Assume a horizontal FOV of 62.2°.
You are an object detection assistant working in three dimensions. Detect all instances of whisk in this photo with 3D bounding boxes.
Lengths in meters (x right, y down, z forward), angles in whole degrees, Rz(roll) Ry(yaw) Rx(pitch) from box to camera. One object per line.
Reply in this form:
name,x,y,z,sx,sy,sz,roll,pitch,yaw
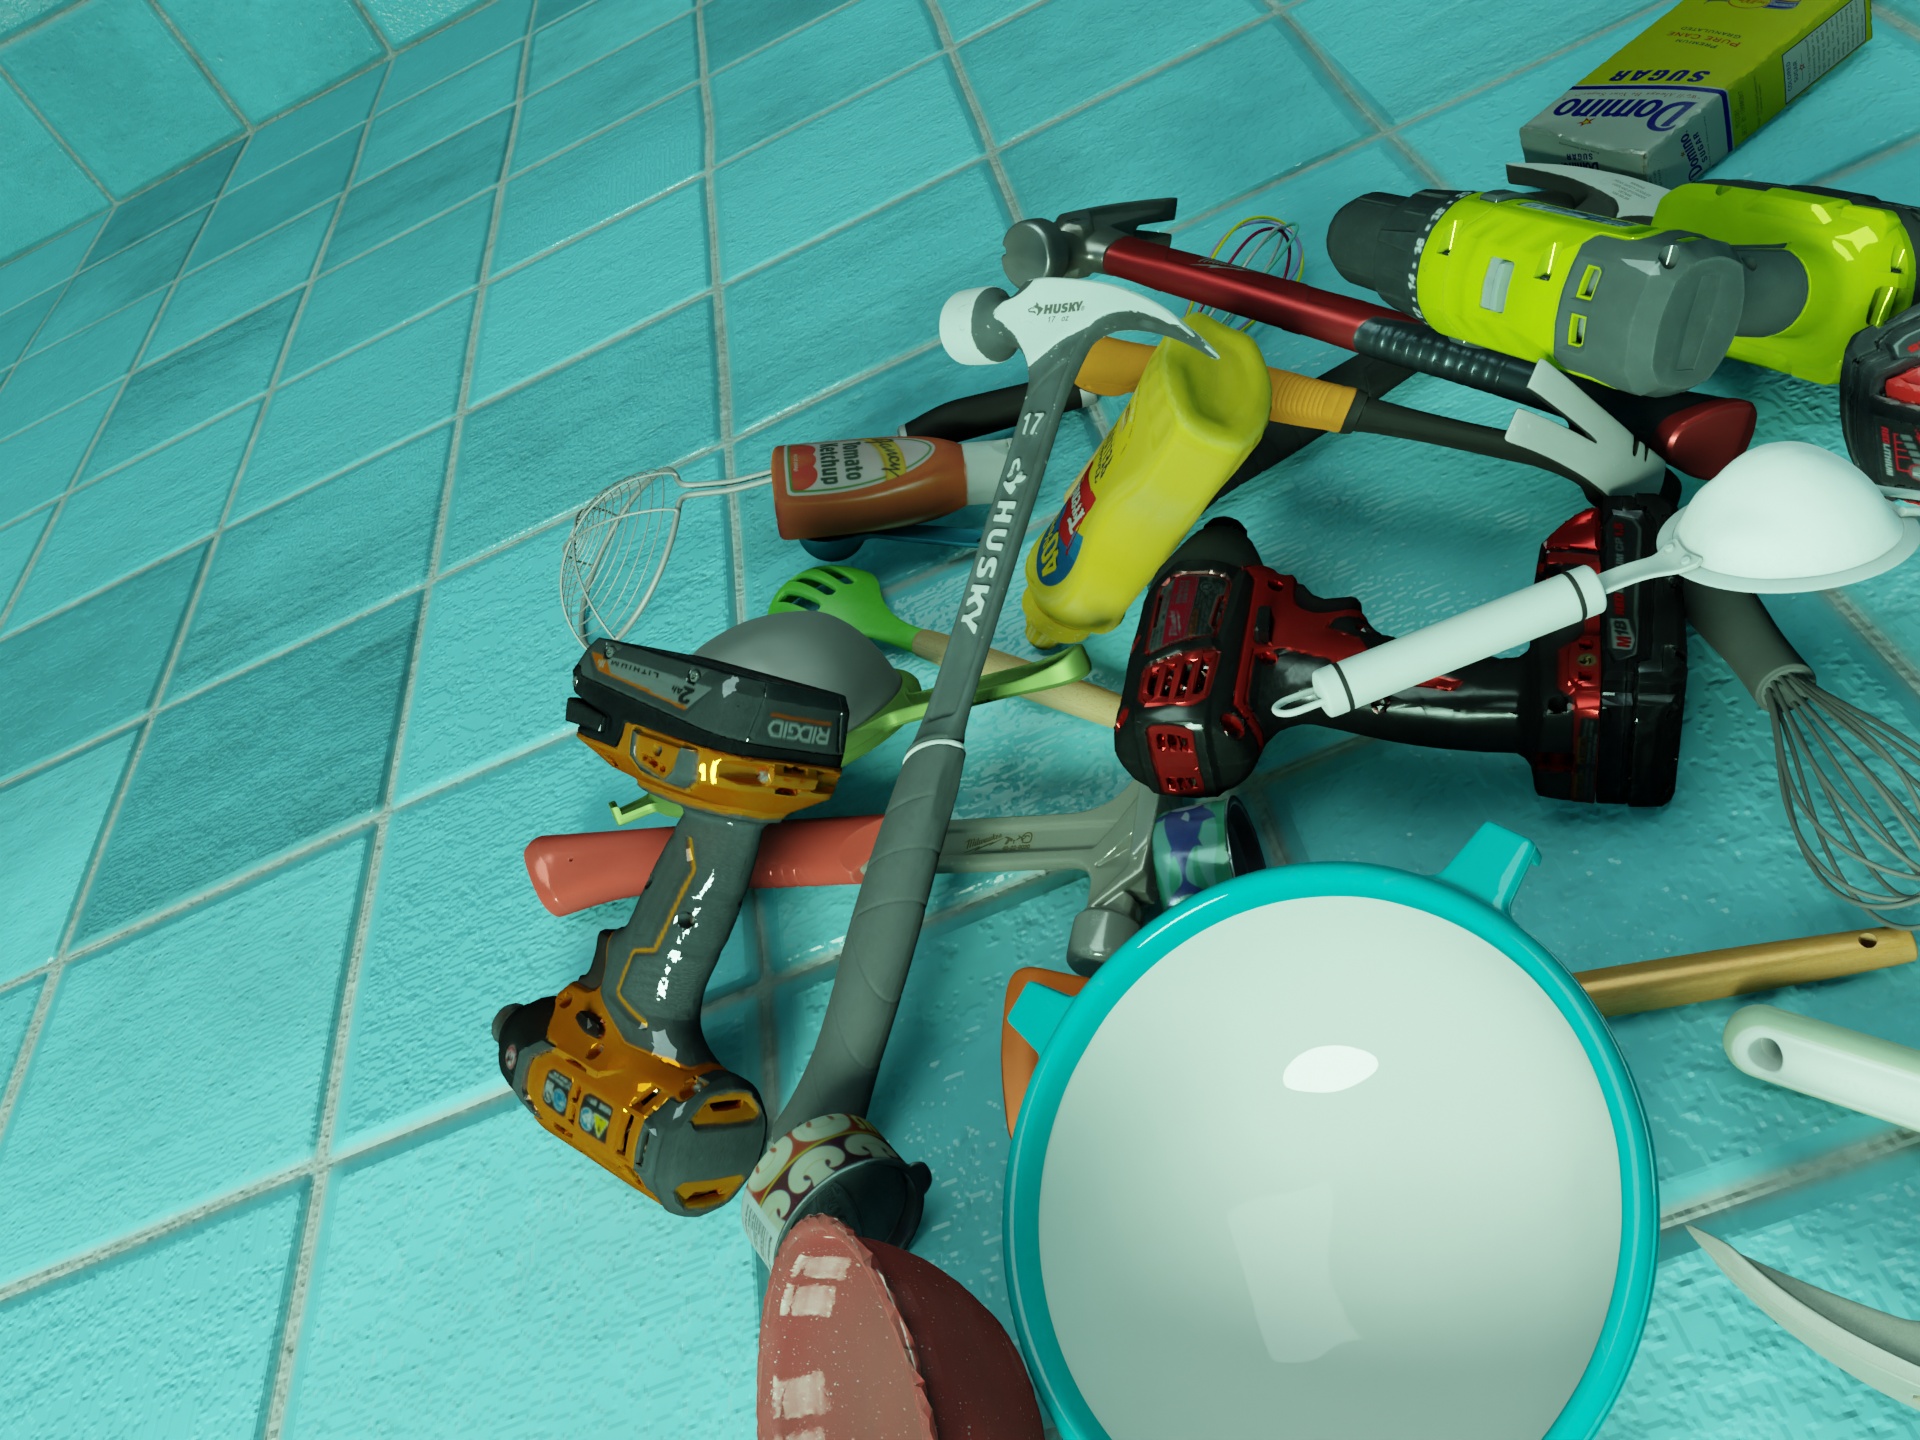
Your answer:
whisk,0.135,-0.210,0.935,0.051,0.047,0.245,9,58,52
whisk,0.344,0.129,0.455,0.059,0.057,0.246,-16,21,-40
whisk,0.316,-0.010,0.611,0.055,0.055,0.239,-20,34,13

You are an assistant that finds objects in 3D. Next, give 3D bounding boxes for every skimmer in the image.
skimmer,-0.087,-0.138,1.005,0.363,0.090,0.127,-15,45,3

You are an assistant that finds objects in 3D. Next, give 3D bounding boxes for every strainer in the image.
strainer,0.236,-0.051,0.582,0.258,0.050,0.087,-22,29,5
strainer,0.129,0.212,0.476,0.211,0.095,0.341,-24,53,28
strainer,-0.057,-0.024,0.780,0.256,0.069,0.151,-13,19,33

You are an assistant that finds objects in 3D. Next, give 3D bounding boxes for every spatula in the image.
spatula,0.172,0.107,0.585,0.322,0.041,0.081,-14,49,18

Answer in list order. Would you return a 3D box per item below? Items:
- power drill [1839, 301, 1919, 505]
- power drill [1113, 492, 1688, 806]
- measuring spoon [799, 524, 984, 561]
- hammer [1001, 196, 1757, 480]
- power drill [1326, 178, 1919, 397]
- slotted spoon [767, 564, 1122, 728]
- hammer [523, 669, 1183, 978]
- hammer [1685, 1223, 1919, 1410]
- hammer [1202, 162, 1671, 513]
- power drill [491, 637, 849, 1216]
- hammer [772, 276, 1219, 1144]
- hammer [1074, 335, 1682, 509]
power drill,0.417,-0.067,0.588,0.188,0.080,0.227,-26,44,14
power drill,0.181,-0.033,0.668,0.220,0.078,0.143,1,49,20
measuring spoon,-0.034,-0.102,0.936,0.128,0.021,0.042,6,32,15
hammer,0.210,-0.203,0.809,0.387,0.038,0.143,29,38,33
power drill,0.295,-0.198,0.703,0.228,0.080,0.191,-10,29,-30
slotted spoon,-0.002,-0.037,0.851,0.314,0.031,0.070,22,54,42
hammer,-0.066,0.056,0.780,0.359,0.036,0.149,-5,54,29
hammer,0.369,0.019,0.475,0.146,0.038,0.411,14,64,50
hammer,0.230,-0.197,0.864,0.335,0.035,0.146,-32,41,0
power drill,-0.141,0.083,0.710,0.164,0.084,0.226,15,93,40
hammer,-0.001,-0.002,0.683,0.149,0.036,0.409,9,79,46
hammer,0.166,-0.155,0.769,0.337,0.127,0.034,26,95,47
